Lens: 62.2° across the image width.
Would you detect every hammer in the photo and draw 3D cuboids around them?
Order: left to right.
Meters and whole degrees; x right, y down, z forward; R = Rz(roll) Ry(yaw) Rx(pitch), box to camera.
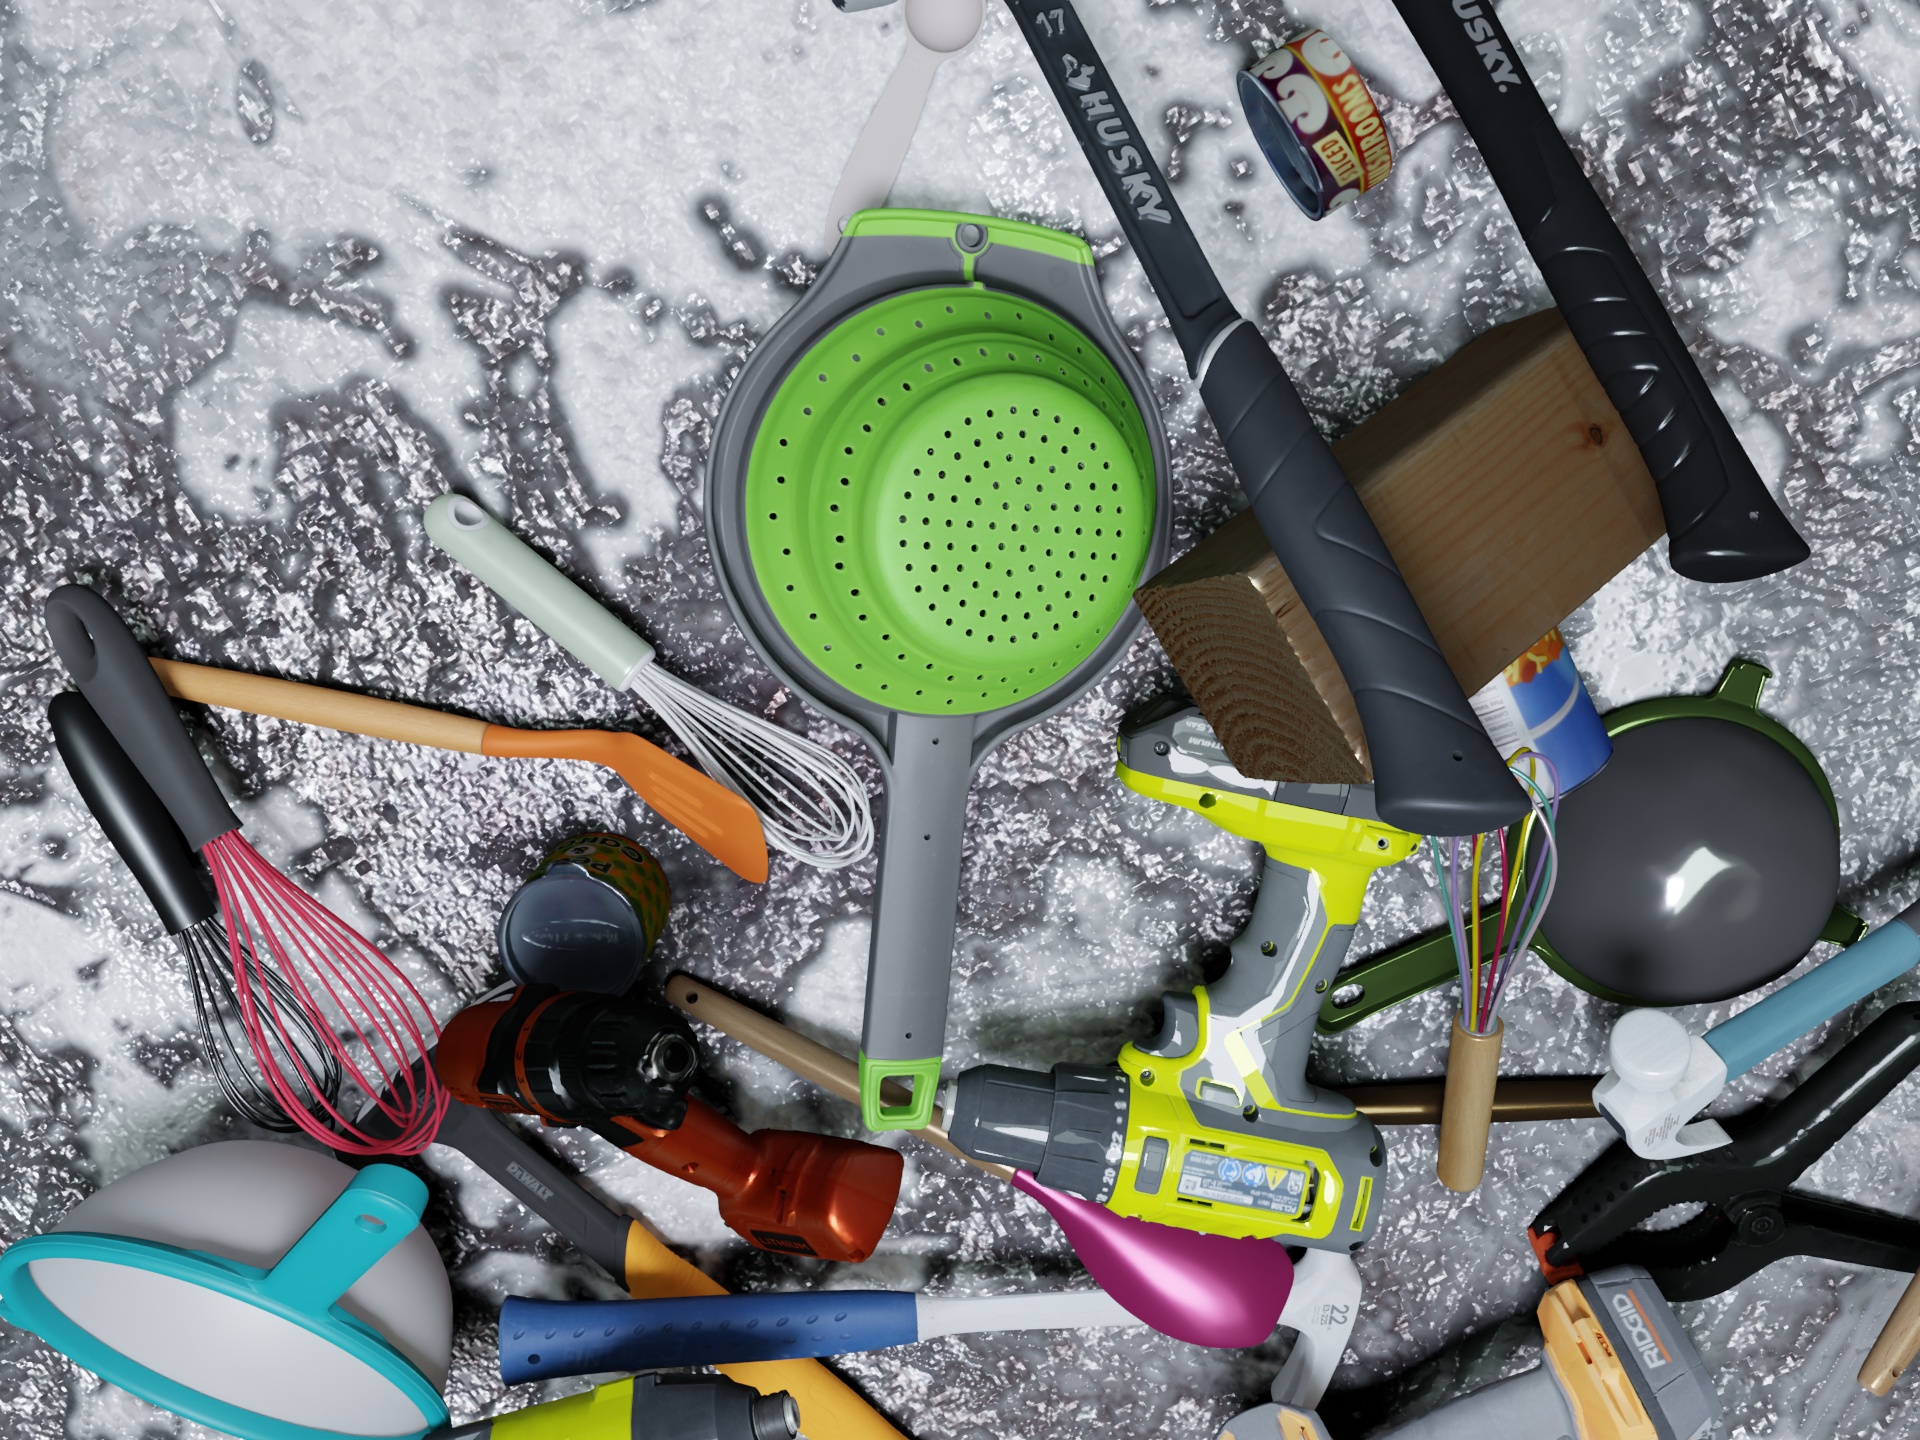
[{"bbox_3d":[-0.142,0.274,0.789,0.336,0.034,0.127,43,103,-9],"label":"hammer"},{"bbox_3d":[-0.010,0.290,0.759,0.405,0.035,0.144,-2,112,-4],"label":"hammer"},{"bbox_3d":[0.087,-0.144,0.554,0.149,0.036,0.409,-18,70,-13],"label":"hammer"},{"bbox_3d":[0.212,-0.200,0.576,0.146,0.035,0.335,-24,83,-15],"label":"hammer"},{"bbox_3d":[0.414,0.088,0.678,0.331,0.033,0.128,-29,141,-5],"label":"hammer"}]

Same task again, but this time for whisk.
[{"bbox_3d":[-0.357,0.093,0.744,0.055,0.055,0.239,-26,98,8],"label":"whisk"},{"bbox_3d":[-0.320,0.069,0.707,0.073,0.073,0.296,-29,95,9],"label":"whisk"},{"bbox_3d":[-0.138,-0.017,0.706,0.246,0.058,0.059,39,134,-4],"label":"whisk"},{"bbox_3d":[0.222,0.115,0.683,0.051,0.047,0.244,2,123,12],"label":"whisk"}]

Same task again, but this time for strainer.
[{"bbox_3d":[-0.287,0.227,0.703,0.211,0.095,0.340,33,134,-16],"label":"strainer"},{"bbox_3d":[0.277,0.091,0.708,0.256,0.069,0.151,-25,103,7],"label":"strainer"}]

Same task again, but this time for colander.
[{"bbox_3d":[-0.001,-0.002,0.645,0.204,0.095,0.397,2,102,-17],"label":"colander"}]

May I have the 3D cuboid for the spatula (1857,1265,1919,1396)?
[{"bbox_3d":[0.501,0.173,0.715,0.082,0.044,0.317,34,89,-18],"label":"spatula"}]

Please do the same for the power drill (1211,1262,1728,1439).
[{"bbox_3d":[0.245,0.365,0.766,0.226,0.084,0.185,-24,128,6],"label":"power drill"}]

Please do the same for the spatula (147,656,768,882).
[{"bbox_3d":[-0.239,0.011,0.715,0.322,0.041,0.081,11,150,2],"label":"spatula"}]

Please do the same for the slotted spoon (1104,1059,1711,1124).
[{"bbox_3d":[0.199,0.186,0.759,0.313,0.031,0.070,-2,106,1],"label":"slotted spoon"}]

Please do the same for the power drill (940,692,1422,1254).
[{"bbox_3d":[0.103,0.108,0.693,0.190,0.080,0.228,11,95,-1],"label":"power drill"}]

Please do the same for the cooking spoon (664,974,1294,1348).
[{"bbox_3d":[0.003,0.195,0.735,0.319,0.017,0.069,26,78,9],"label":"cooking spoon"}]

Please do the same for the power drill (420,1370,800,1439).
[{"bbox_3d":[-0.132,0.380,0.744,0.171,0.080,0.223,-16,132,3],"label":"power drill"}]

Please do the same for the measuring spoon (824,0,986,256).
[{"bbox_3d":[-0.026,-0.249,0.657,0.034,0.018,0.124,27,111,-5],"label":"measuring spoon"}]
